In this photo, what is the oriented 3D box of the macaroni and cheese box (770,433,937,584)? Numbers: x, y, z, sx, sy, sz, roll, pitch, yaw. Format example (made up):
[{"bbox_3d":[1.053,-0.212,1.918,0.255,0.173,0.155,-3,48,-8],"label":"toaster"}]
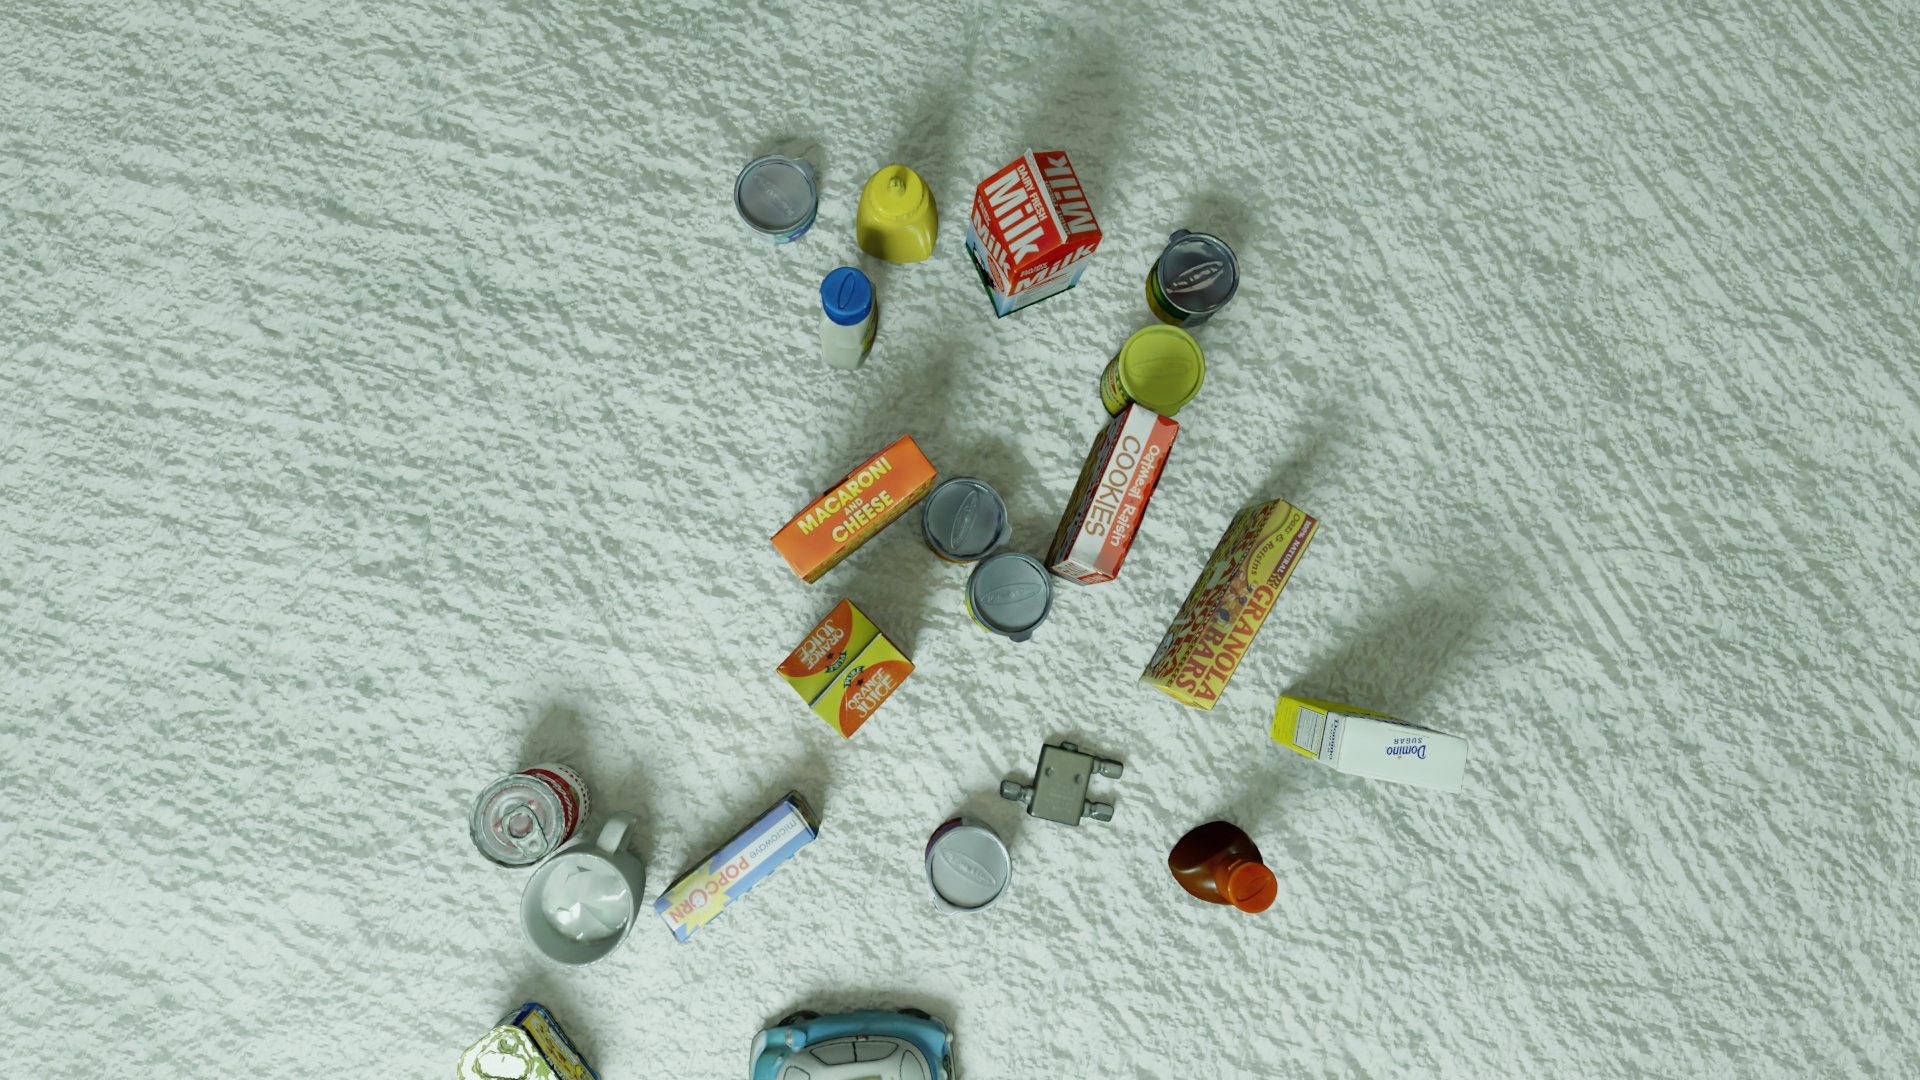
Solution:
[{"bbox_3d":[-0.080,-0.020,1.043,0.124,0.166,0.040,-38,89,-5],"label":"macaroni and cheese box"}]

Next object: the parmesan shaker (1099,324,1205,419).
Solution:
[{"bbox_3d":[0.149,-0.125,1.097,0.071,0.103,0.071,0,86,-4],"label":"parmesan shaker"}]

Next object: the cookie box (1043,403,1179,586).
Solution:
[{"bbox_3d":[0.111,-0.030,1.055,0.040,0.167,0.123,23,85,-2],"label":"cookie box"}]

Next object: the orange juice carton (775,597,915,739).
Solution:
[{"bbox_3d":[-0.083,0.093,1.021,0.073,0.192,0.072,45,85,0],"label":"orange juice carton"}]

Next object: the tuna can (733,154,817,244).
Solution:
[{"bbox_3d":[-0.147,-0.277,1.125,0.071,0.033,0.071,0,86,-4],"label":"tuna can"}]

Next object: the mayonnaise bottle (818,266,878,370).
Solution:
[{"bbox_3d":[-0.086,-0.173,1.063,0.041,0.148,0.065,17,85,-2],"label":"mayonnaise bottle"}]

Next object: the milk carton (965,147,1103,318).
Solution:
[{"bbox_3d":[0.055,-0.234,1.055,0.073,0.190,0.072,-23,88,-5],"label":"milk carton"}]

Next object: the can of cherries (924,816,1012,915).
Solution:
[{"bbox_3d":[0.003,0.253,1.082,0.071,0.058,0.071,0,86,-4],"label":"can of cherries"}]

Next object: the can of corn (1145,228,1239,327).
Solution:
[{"bbox_3d":[0.186,-0.212,1.129,0.071,0.058,0.071,0,86,-4],"label":"can of corn"}]

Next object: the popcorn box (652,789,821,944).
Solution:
[{"bbox_3d":[-0.167,0.246,1.058,0.127,0.085,0.038,-38,89,-5],"label":"popcorn box"}]

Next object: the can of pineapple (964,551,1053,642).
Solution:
[{"bbox_3d":[0.037,0.045,1.100,0.071,0.058,0.071,0,86,-4],"label":"can of pineapple"}]

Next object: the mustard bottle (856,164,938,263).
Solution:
[{"bbox_3d":[-0.048,-0.254,1.065,0.065,0.160,0.049,7,86,-3],"label":"mustard bottle"}]

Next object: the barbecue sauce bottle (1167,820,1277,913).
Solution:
[{"bbox_3d":[0.201,0.248,1.050,0.065,0.148,0.043,-34,89,-5],"label":"barbecue sauce bottle"}]

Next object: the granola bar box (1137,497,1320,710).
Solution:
[{"bbox_3d":[0.206,0.051,1.077,0.039,0.124,0.165,31,85,-1],"label":"granola bar box"}]

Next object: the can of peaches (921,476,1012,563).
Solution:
[{"bbox_3d":[0.004,-0.014,1.102,0.071,0.058,0.071,0,86,-4],"label":"can of peaches"}]
